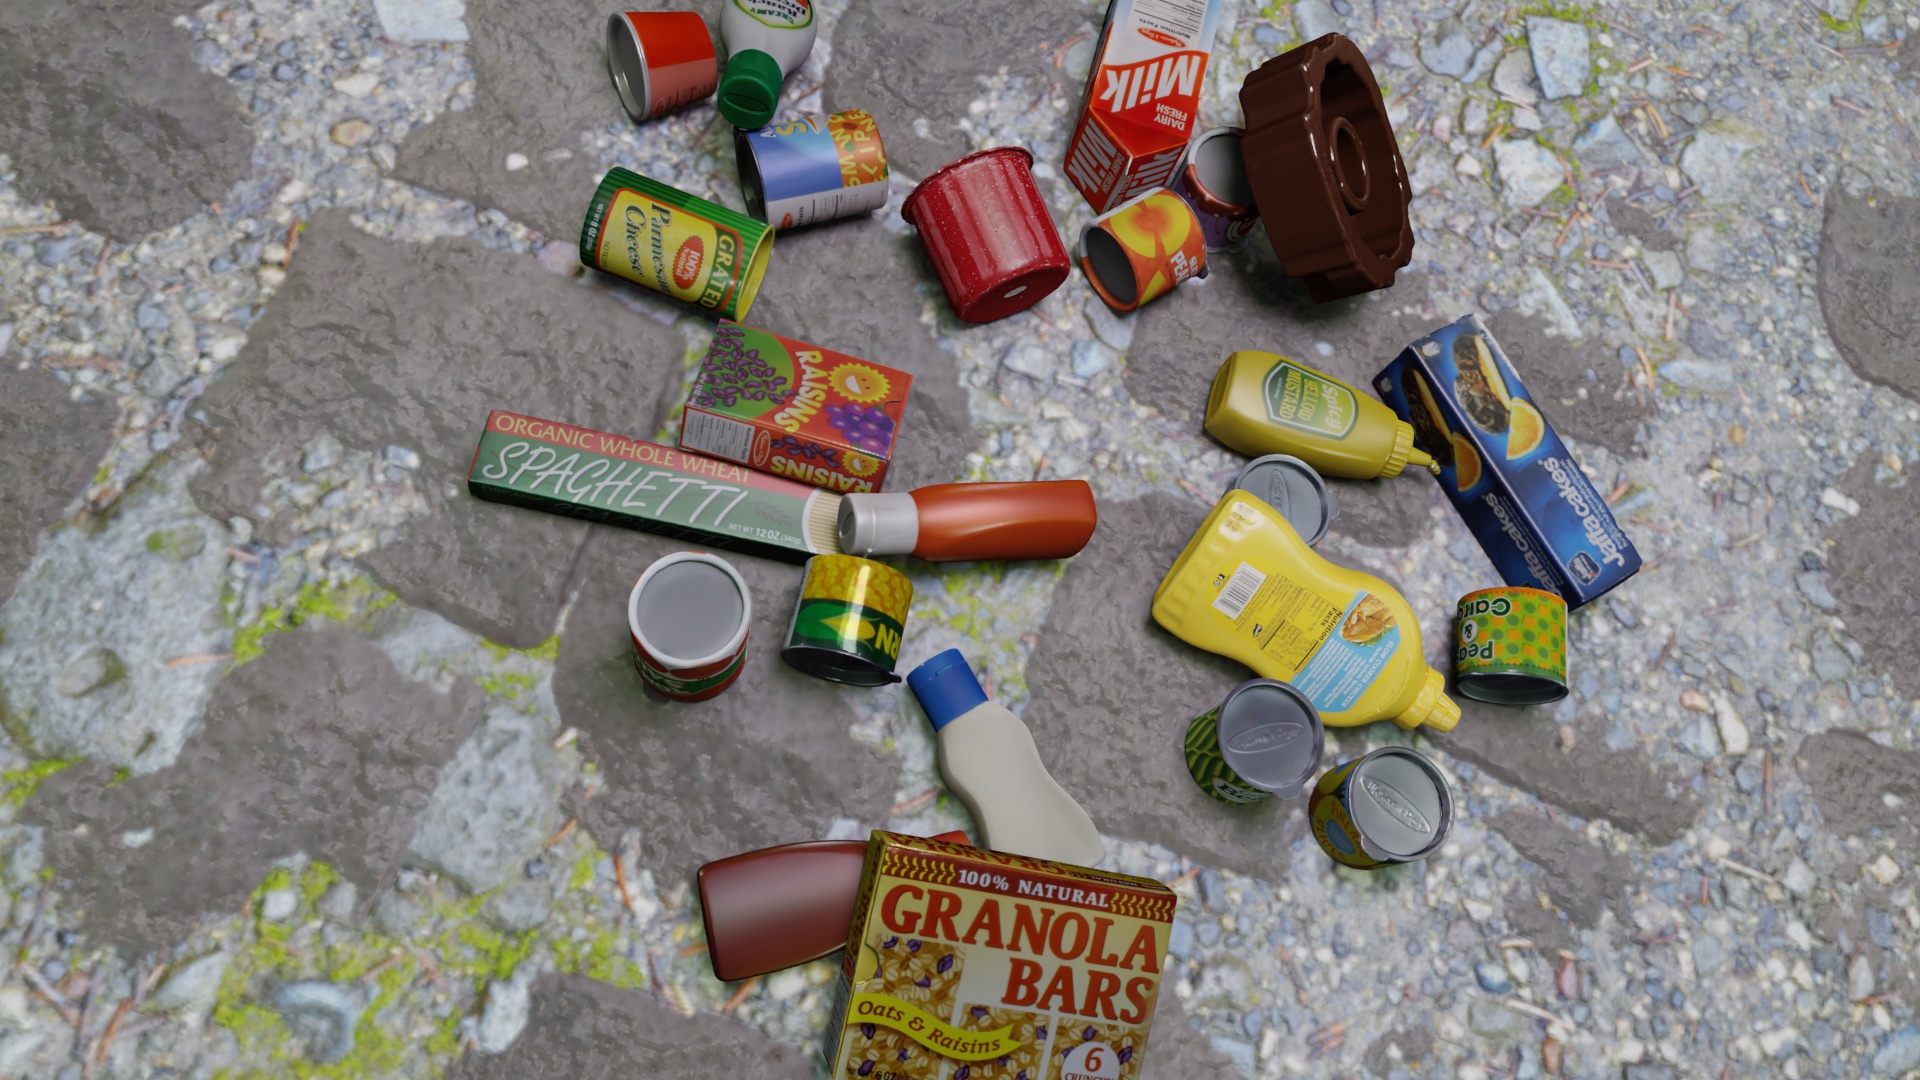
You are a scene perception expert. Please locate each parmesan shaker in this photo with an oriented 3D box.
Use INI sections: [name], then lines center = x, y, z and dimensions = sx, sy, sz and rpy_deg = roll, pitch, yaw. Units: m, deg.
[parmesan shaker]
center = -0.176, -0.180, 0.862
dimensions = 0.103, 0.071, 0.071
rpy_deg = 20, 68, -3

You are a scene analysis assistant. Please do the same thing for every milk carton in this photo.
[milk carton]
center = 0.124, -0.309, 0.961
dimensions = 0.073, 0.072, 0.191
rpy_deg = 17, 67, -4

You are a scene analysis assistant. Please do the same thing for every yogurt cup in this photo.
[yogurt cup]
center = -0.193, -0.313, 0.906
dimensions = 0.054, 0.072, 0.072
rpy_deg = -19, 75, -25

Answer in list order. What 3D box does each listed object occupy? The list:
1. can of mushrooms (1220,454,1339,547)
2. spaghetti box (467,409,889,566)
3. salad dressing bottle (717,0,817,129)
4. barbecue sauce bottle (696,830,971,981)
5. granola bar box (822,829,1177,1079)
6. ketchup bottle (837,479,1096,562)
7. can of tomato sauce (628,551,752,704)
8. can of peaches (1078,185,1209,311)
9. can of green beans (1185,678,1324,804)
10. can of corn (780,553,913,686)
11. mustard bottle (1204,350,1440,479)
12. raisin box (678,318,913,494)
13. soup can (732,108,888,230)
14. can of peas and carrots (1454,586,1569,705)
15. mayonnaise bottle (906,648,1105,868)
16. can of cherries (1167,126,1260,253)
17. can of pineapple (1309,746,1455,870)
[can of mushrooms]
center = 0.204, -0.019, 0.894
dimensions = 0.071, 0.033, 0.071
rpy_deg = 4, 70, -9
[spaghetti box]
center = -0.162, -0.026, 0.828
dimensions = 0.250, 0.028, 0.050
rpy_deg = 12, 68, -7
[salad dressing bottle]
center = -0.129, -0.318, 0.900
dimensions = 0.064, 0.043, 0.148
rpy_deg = 15, 44, -13
[barbecue sauce bottle]
center = -0.066, 0.193, 0.760
dimensions = 0.149, 0.043, 0.065
rpy_deg = -10, 83, -15
[granola bar box]
center = 0.022, 0.231, 0.737
dimensions = 0.166, 0.039, 0.124
rpy_deg = 13, 88, -13
[ketchup bottle]
center = 0.003, -0.010, 0.822
dimensions = 0.149, 0.064, 0.043
rpy_deg = -2, 68, -24
[can of tomato sauce]
center = -0.152, 0.050, 0.773
dimensions = 0.071, 0.082, 0.071
rpy_deg = 4, 70, -10
[can of peaches]
center = 0.121, -0.191, 0.921
dimensions = 0.058, 0.071, 0.071
rpy_deg = -30, 79, -18
[can of green beans]
center = 0.173, 0.120, 0.825
dimensions = 0.071, 0.057, 0.071
rpy_deg = 4, 70, -10
[can of corn]
center = -0.062, 0.047, 0.800
dimensions = 0.071, 0.071, 0.058
rpy_deg = 15, 69, -6
[mustard bottle]
center = 0.244, -0.074, 0.912
dimensions = 0.160, 0.048, 0.065
rpy_deg = 17, 67, -4
[raisin box]
center = -0.098, -0.080, 0.839
dimensions = 0.123, 0.039, 0.086
rpy_deg = 16, 44, -5
[soup can]
center = -0.097, -0.241, 0.896
dimensions = 0.084, 0.071, 0.071
rpy_deg = -16, 75, -16
[can of peas and carrots]
center = 0.344, 0.066, 0.872
dimensions = 0.071, 0.070, 0.059
rpy_deg = 12, 68, -7
[mayonnaise bottle]
center = 0.021, 0.133, 0.800
dimensions = 0.065, 0.041, 0.148
rpy_deg = -27, 77, -17
[can of cherries]
center = 0.181, -0.239, 0.954
dimensions = 0.071, 0.058, 0.072
rpy_deg = 3, 70, -9
[can of pineapple]
center = 0.248, 0.161, 0.825
dimensions = 0.071, 0.057, 0.071
rpy_deg = 3, 70, -9
